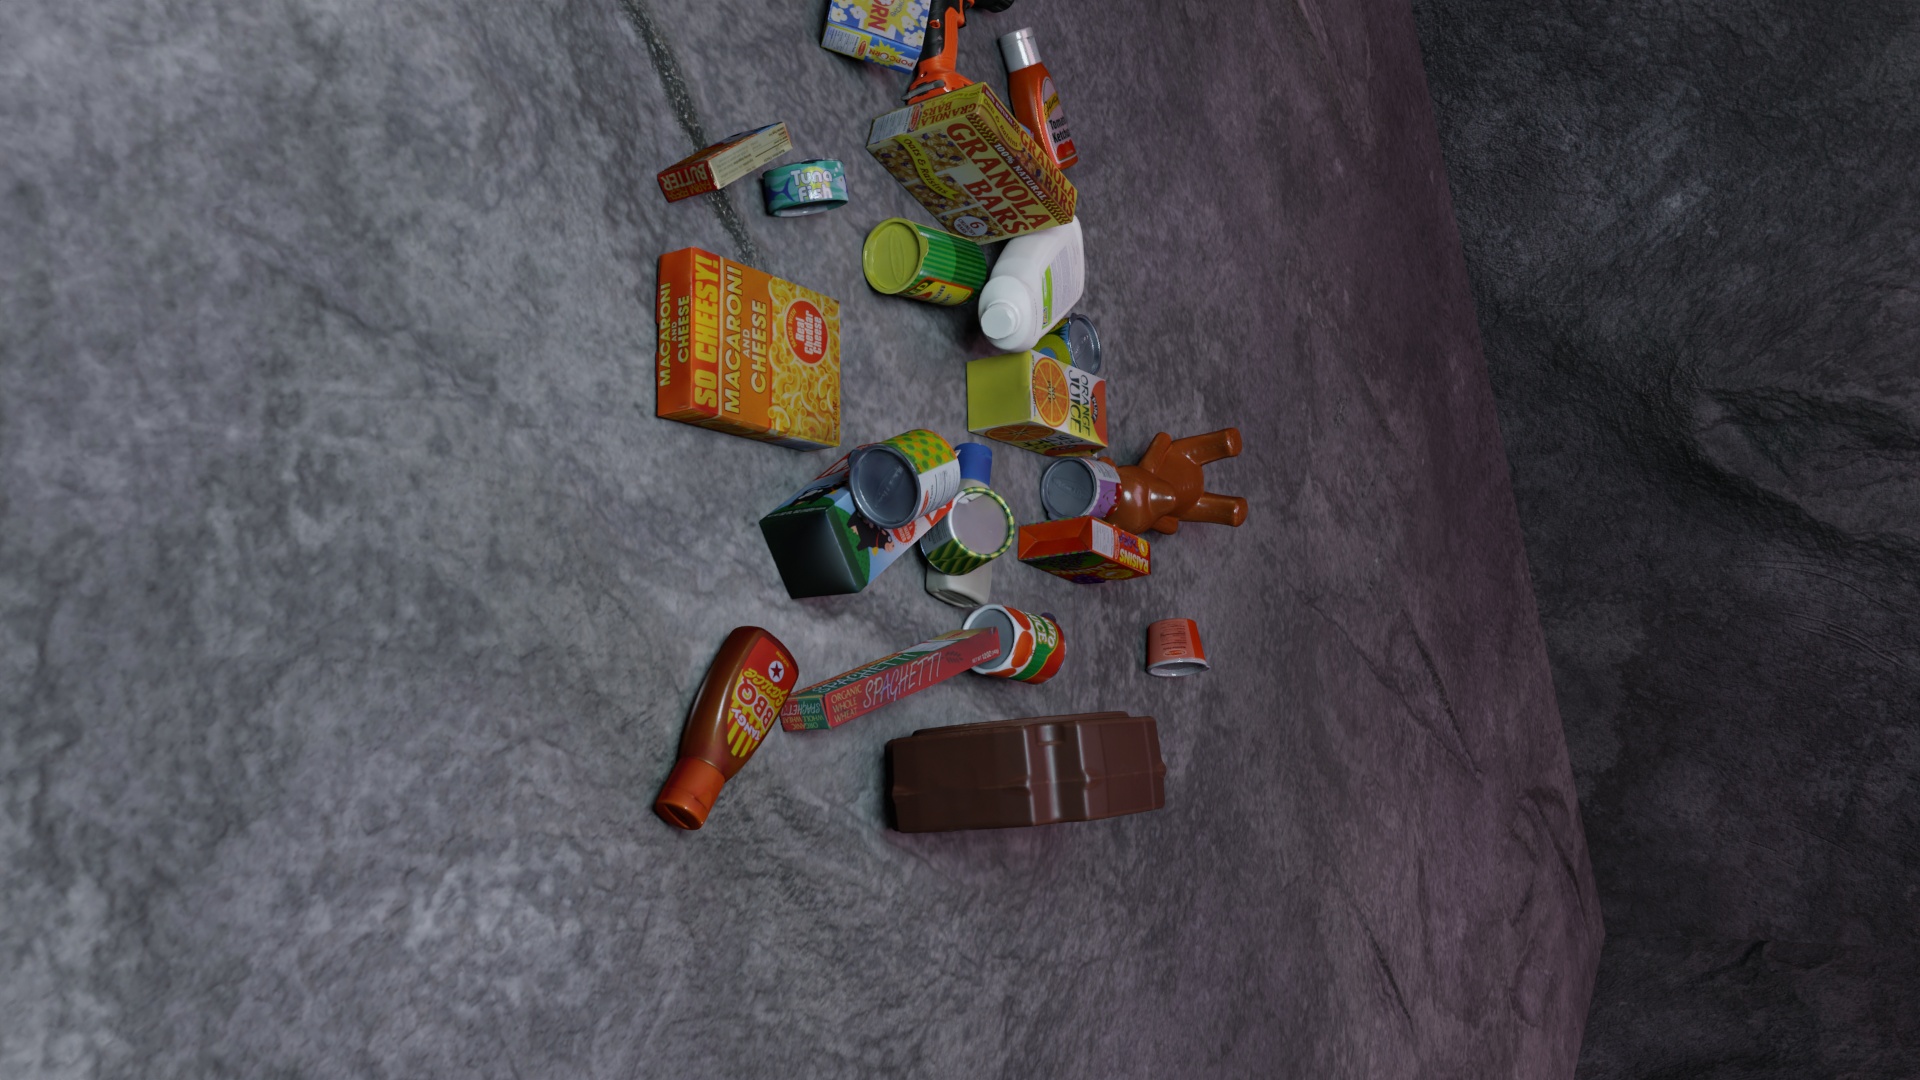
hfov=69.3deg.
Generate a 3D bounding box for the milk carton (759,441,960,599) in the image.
[{"bbox_3d":[-0.072,-0.030,1.140,0.191,0.072,0.073,-44,119,-50],"label":"milk carton"}]

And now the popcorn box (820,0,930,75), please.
[{"bbox_3d":[-0.070,-0.482,1.224,0.085,0.038,0.127,14,68,-13],"label":"popcorn box"}]

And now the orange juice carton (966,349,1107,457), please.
[{"bbox_3d":[0.089,-0.132,1.392,0.193,0.073,0.072,11,75,-55],"label":"orange juice carton"}]

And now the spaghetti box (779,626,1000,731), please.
[{"bbox_3d":[-0.053,0.112,1.160,0.251,0.050,0.028,-17,97,-55],"label":"spaghetti box"}]

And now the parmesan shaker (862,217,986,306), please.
[{"bbox_3d":[-0.028,-0.248,1.246,0.103,0.071,0.071,-1,84,-55],"label":"parmesan shaker"}]

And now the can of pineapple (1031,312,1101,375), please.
[{"bbox_3d":[0.105,-0.199,1.441,0.071,0.058,0.071,15,71,-54],"label":"can of pineapple"}]

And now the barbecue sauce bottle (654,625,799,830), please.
[{"bbox_3d":[-0.169,0.135,0.994,0.064,0.043,0.149,57,42,-35],"label":"barbecue sauce bottle"}]

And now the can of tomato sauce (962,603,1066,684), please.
[{"bbox_3d":[0.050,0.095,1.295,0.083,0.071,0.071,18,69,-52],"label":"can of tomato sauce"}]

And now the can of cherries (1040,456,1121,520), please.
[{"bbox_3d":[0.124,-0.050,1.436,0.058,0.071,0.071,4,81,-56],"label":"can of cherries"}]

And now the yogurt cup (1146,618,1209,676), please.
[{"bbox_3d":[0.243,0.121,1.575,0.072,0.072,0.054,23,57,-51],"label":"yogurt cup"}]

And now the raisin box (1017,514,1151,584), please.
[{"bbox_3d":[0.127,0.011,1.408,0.123,0.086,0.040,21,66,-52],"label":"raisin box"}]

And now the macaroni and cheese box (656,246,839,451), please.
[{"bbox_3d":[-0.160,-0.142,1.064,0.166,0.040,0.124,11,75,-55],"label":"macaroni and cheese box"}]

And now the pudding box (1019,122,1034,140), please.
[{"bbox_3d":[0.047,-0.372,1.398,0.030,0.049,0.084,14,72,-52],"label":"pudding box"}]

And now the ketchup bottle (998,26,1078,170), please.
[{"bbox_3d":[0.079,-0.463,1.468,0.065,0.043,0.148,-40,116,-51],"label":"ketchup bottle"}]

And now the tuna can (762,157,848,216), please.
[{"bbox_3d":[-0.123,-0.284,1.117,0.071,0.071,0.033,-17,99,-55],"label":"tuna can"}]

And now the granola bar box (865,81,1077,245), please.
[{"bbox_3d":[0.013,-0.341,1.278,0.165,0.124,0.039,36,57,-47],"label":"granola bar box"}]

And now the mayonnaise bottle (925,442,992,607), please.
[{"bbox_3d":[0.005,-0.016,1.277,0.064,0.041,0.148,28,60,-44],"label":"mayonnaise bottle"}]

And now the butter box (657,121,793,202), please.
[{"bbox_3d":[-0.178,-0.288,1.055,0.104,0.053,0.024,-48,126,-47],"label":"butter box"}]

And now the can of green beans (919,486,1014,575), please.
[{"bbox_3d":[0.006,-0.008,1.211,0.071,0.057,0.071,9,70,-26],"label":"can of green beans"}]

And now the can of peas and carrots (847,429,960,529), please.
[{"bbox_3d":[-0.044,-0.050,1.066,0.059,0.071,0.071,-28,107,-53],"label":"can of peas and carrots"}]
